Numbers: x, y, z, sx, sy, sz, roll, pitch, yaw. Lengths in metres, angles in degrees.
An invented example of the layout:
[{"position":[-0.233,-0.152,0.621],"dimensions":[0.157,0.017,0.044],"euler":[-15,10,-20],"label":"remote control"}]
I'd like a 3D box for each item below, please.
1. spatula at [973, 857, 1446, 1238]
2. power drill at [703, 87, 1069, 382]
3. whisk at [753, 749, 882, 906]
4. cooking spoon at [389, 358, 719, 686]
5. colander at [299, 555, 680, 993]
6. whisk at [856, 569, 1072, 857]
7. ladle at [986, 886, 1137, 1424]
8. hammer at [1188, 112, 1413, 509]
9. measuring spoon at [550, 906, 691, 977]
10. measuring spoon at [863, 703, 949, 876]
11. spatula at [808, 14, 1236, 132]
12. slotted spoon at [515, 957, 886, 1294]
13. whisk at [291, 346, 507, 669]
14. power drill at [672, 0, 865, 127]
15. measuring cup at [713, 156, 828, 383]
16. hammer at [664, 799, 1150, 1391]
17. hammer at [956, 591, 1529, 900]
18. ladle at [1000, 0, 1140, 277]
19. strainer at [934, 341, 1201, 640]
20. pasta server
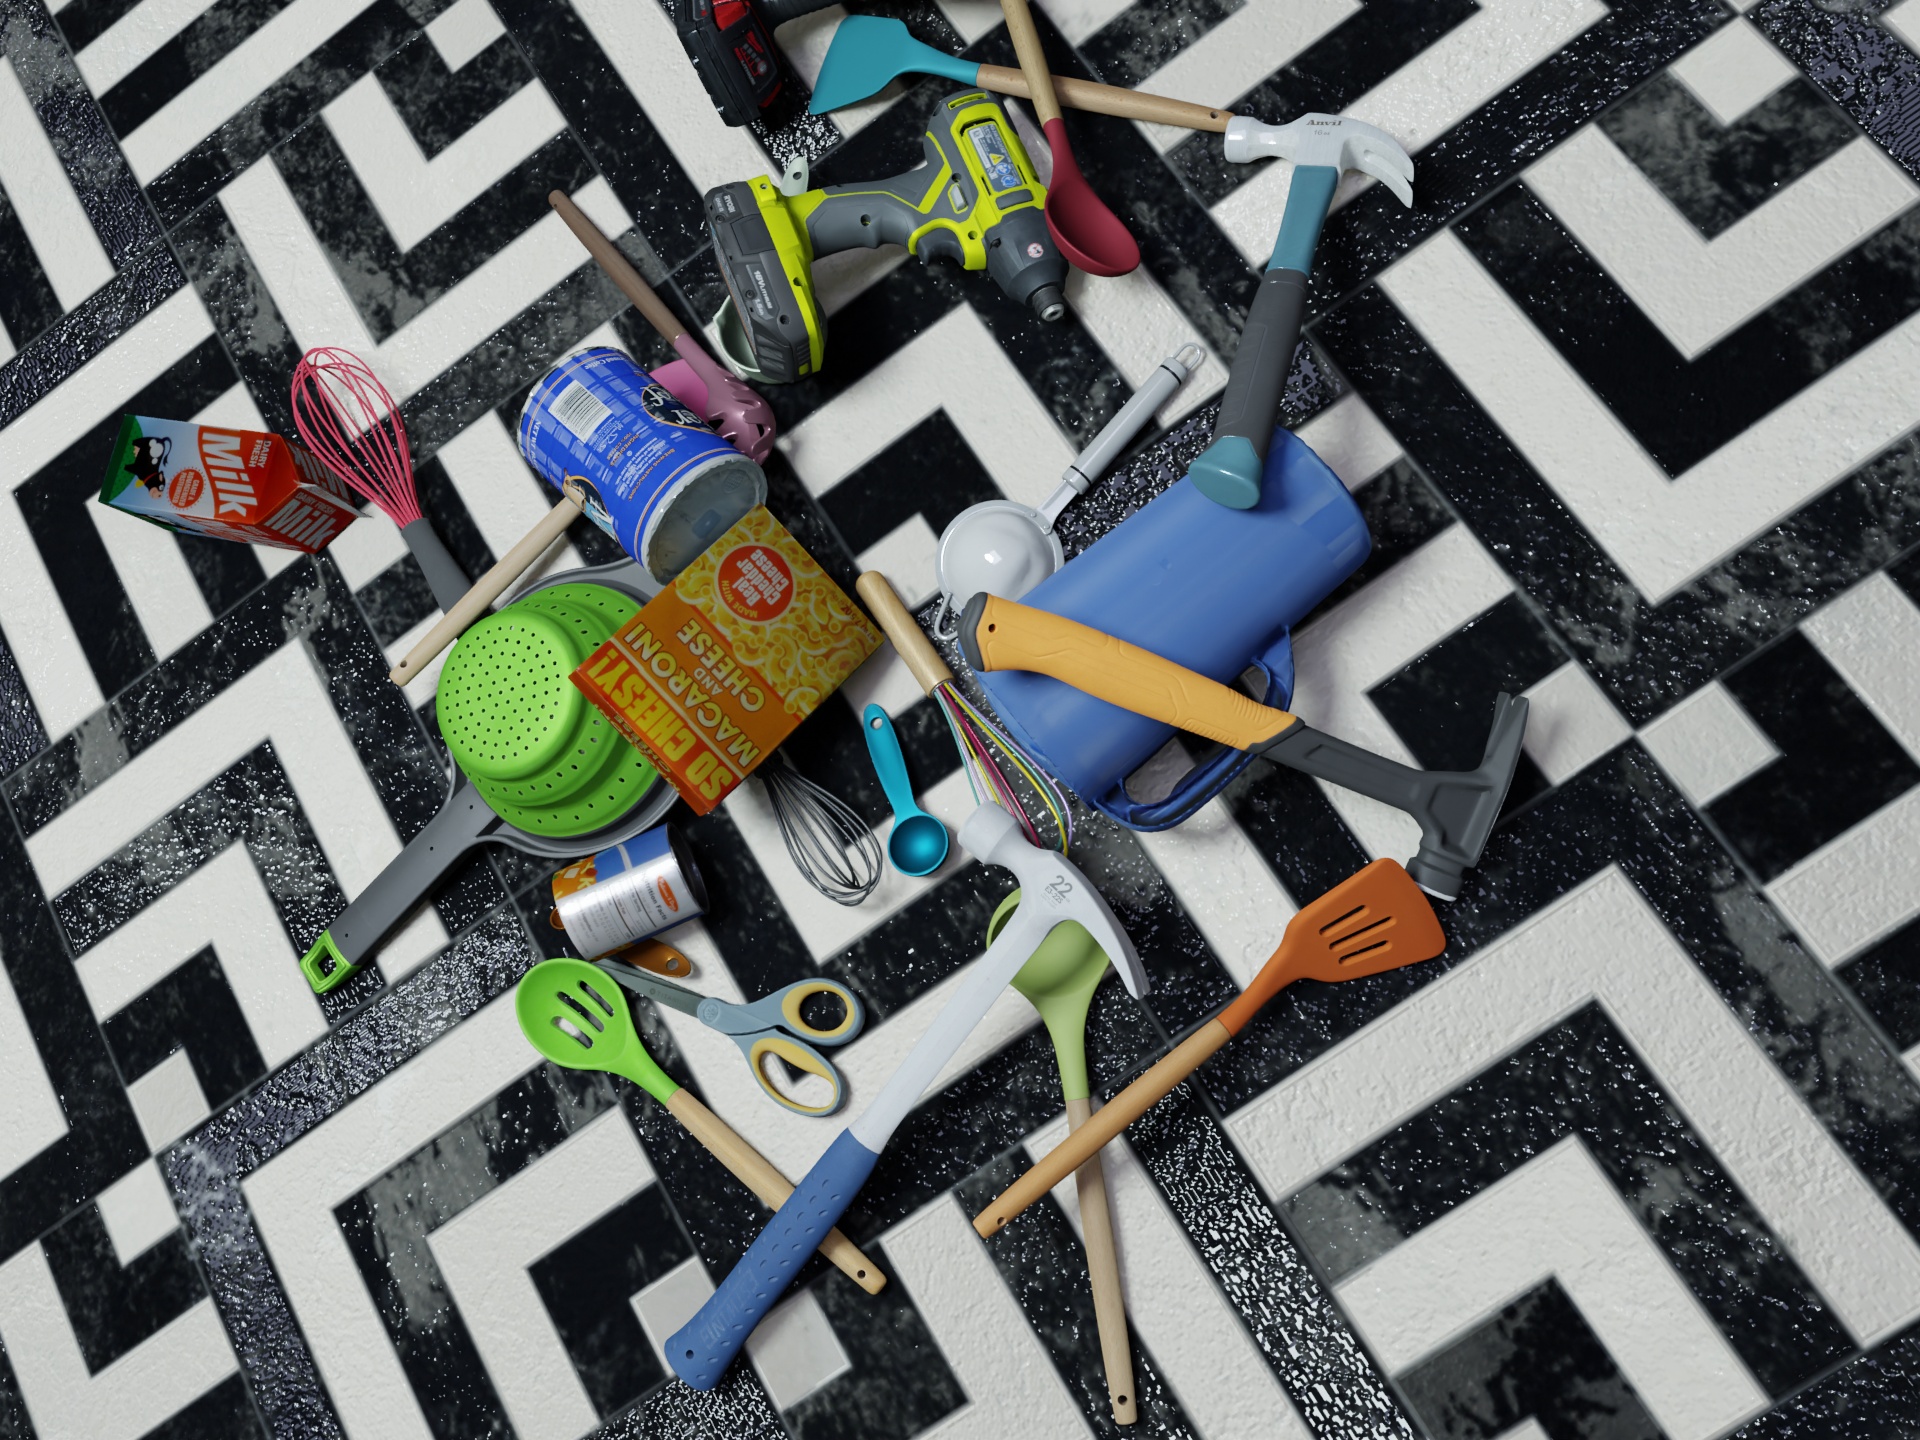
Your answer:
[{"position":[0.139,0.198,0.928],"dimensions":[0.322,0.041,0.081],"euler":[-38,114,-5],"label":"spatula"},{"position":[-0.046,-0.319,1.074],"dimensions":[0.223,0.080,0.171],"euler":[-20,74,-8],"label":"power drill"},{"position":[-0.128,0.028,1.062],"dimensions":[0.055,0.055,0.239],"euler":[-42,67,4],"label":"whisk"},{"position":[-0.291,-0.142,1.141],"dimensions":[0.069,0.017,0.319],"euler":[42,84,20],"label":"cooking spoon"},{"position":[-0.336,0.045,1.073],"dimensions":[0.397,0.094,0.205],"euler":[-44,70,9],"label":"colander"},{"position":[-0.003,-0.002,1.038],"dimensions":[0.051,0.047,0.245],"euler":[-32,67,-5],"label":"whisk"},{"position":[0.073,0.255,0.954],"dimensions":[0.078,0.062,0.320],"euler":[-10,79,9],"label":"ladle"},{"position":[0.195,-0.260,0.974],"dimensions":[0.128,0.033,0.331],"euler":[8,58,19],"label":"hammer"},{"position":[-0.230,0.151,1.078],"dimensions":[0.117,0.011,0.021],"euler":[18,65,22],"label":"measuring spoon"},{"position":[-0.038,0.046,1.052],"dimensions":[0.042,0.021,0.129],"euler":[-25,64,10],"label":"measuring spoon"},{"position":[0.041,-0.448,1.128],"dimensions":[0.317,0.044,0.082],"euler":[17,82,14],"label":"spatula"},{"position":[-0.169,0.264,1.035],"dimensions":[0.314,0.031,0.070],"euler":[37,91,17],"label":"slotted spoon"},{"position":[-0.413,-0.157,1.178],"dimensions":[0.073,0.073,0.296],"euler":[-35,78,6],"label":"whisk"},{"position":[-0.089,-0.517,1.129],"dimensions":[0.219,0.078,0.143],"euler":[-23,46,8],"label":"power drill"},{"position":[-0.124,-0.320,1.139],"dimensions":[0.083,0.038,0.168],"euler":[6,78,16],"label":"measuring cup"},{"position":[-0.047,0.249,0.961],"dimensions":[0.144,0.035,0.405],"euler":[39,101,16],"label":"hammer"},{"position":[0.159,-0.008,0.904],"dimensions":[0.336,0.034,0.127],"euler":[20,95,-11],"label":"hammer"},{"position":[0.056,-0.426,1.080],"dimensions":[0.031,0.069,0.316],"euler":[-38,60,49],"label":"ladle"},{"position":[0.070,-0.154,1.049],"dimensions":[0.087,0.050,0.258],"euler":[42,88,4],"label":"strainer"},{"position":[-0.222,-0.290,1.152],"dimensions":[0.040,0.060,0.316],"euler":[-22,60,-36],"label":"pasta server"}]
